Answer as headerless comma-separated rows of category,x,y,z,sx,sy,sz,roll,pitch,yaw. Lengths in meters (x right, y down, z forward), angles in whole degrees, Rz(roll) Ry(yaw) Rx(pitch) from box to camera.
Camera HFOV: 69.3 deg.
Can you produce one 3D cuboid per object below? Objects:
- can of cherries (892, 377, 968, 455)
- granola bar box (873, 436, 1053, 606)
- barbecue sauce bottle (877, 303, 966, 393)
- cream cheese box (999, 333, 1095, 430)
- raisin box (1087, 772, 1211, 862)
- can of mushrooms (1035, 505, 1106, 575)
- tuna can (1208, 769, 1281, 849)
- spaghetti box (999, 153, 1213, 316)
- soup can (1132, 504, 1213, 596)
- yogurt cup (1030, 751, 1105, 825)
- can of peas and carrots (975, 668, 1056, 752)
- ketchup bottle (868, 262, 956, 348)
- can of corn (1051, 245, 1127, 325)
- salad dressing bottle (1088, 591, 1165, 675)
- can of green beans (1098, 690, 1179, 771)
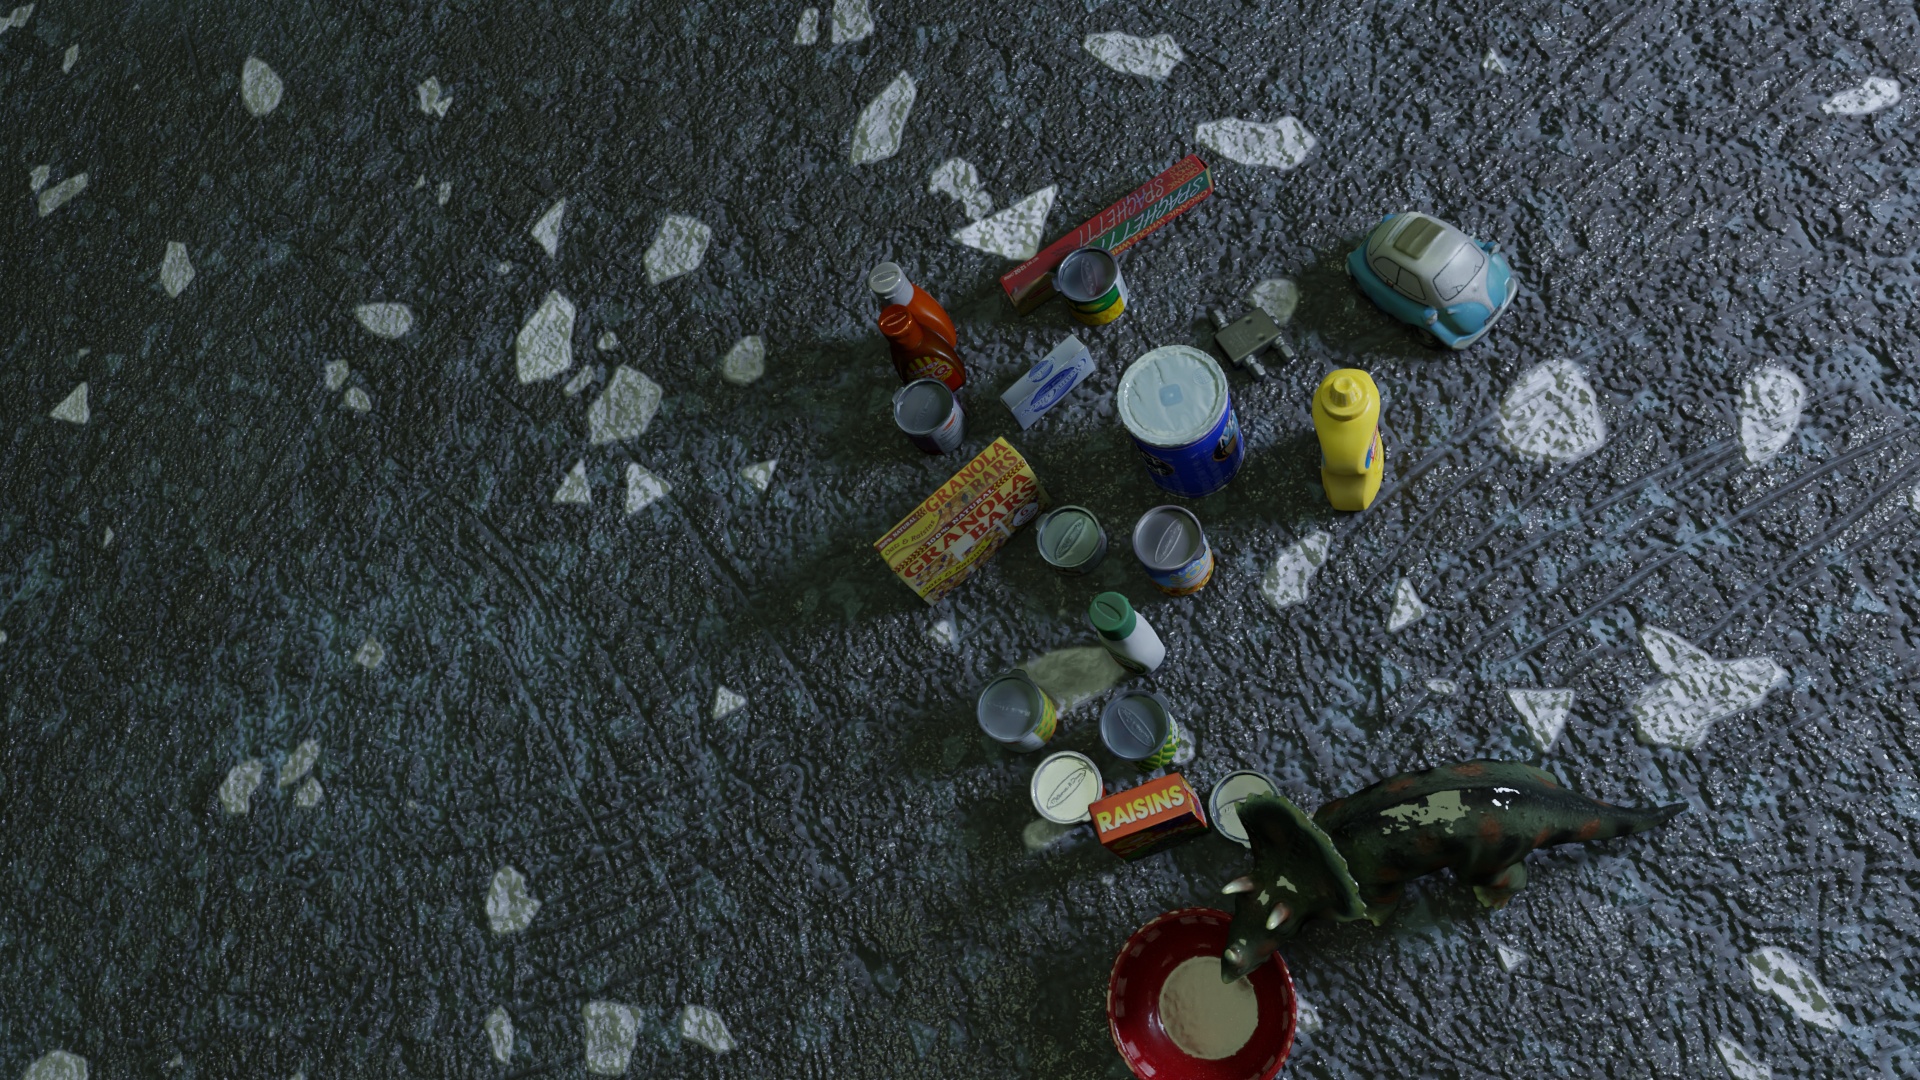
can of cherries,-0.032,-0.133,1.476,0.071,0.058,0.072,-6,69,16
granola bar box,0.005,-0.017,1.383,0.165,0.124,0.039,-41,64,1
barbecue sauce bottle,-0.044,-0.197,1.454,0.065,0.148,0.044,-23,65,9
cream cheese box,0.092,-0.165,1.450,0.104,0.053,0.024,-41,64,0
raisin box,0.169,0.246,1.230,0.086,0.123,0.040,-22,65,10
can of mushrooms,0.110,-0.001,1.393,0.071,0.033,0.071,-6,69,16
tuna can,0.259,0.244,1.251,0.071,0.032,0.071,-6,69,16
spaghetti box,0.158,-0.328,1.492,0.250,0.050,0.029,-33,64,4
soup can,0.207,0.012,1.328,0.071,0.083,0.071,-6,69,16
yogurt cup,0.104,0.235,1.295,0.072,0.054,0.072,-6,69,16
can of peas and carrots,0.055,0.164,1.335,0.071,0.058,0.071,-6,69,16
ketchup bottle,-0.055,-0.242,1.474,0.064,0.148,0.044,-15,67,13
can of corn,0.138,-0.268,1.471,0.071,0.058,0.071,-6,69,16
salad dressing bottle,0.151,0.085,1.283,0.064,0.147,0.044,35,84,26
can of green beans,0.167,0.178,1.293,0.071,0.057,0.071,-6,69,16
